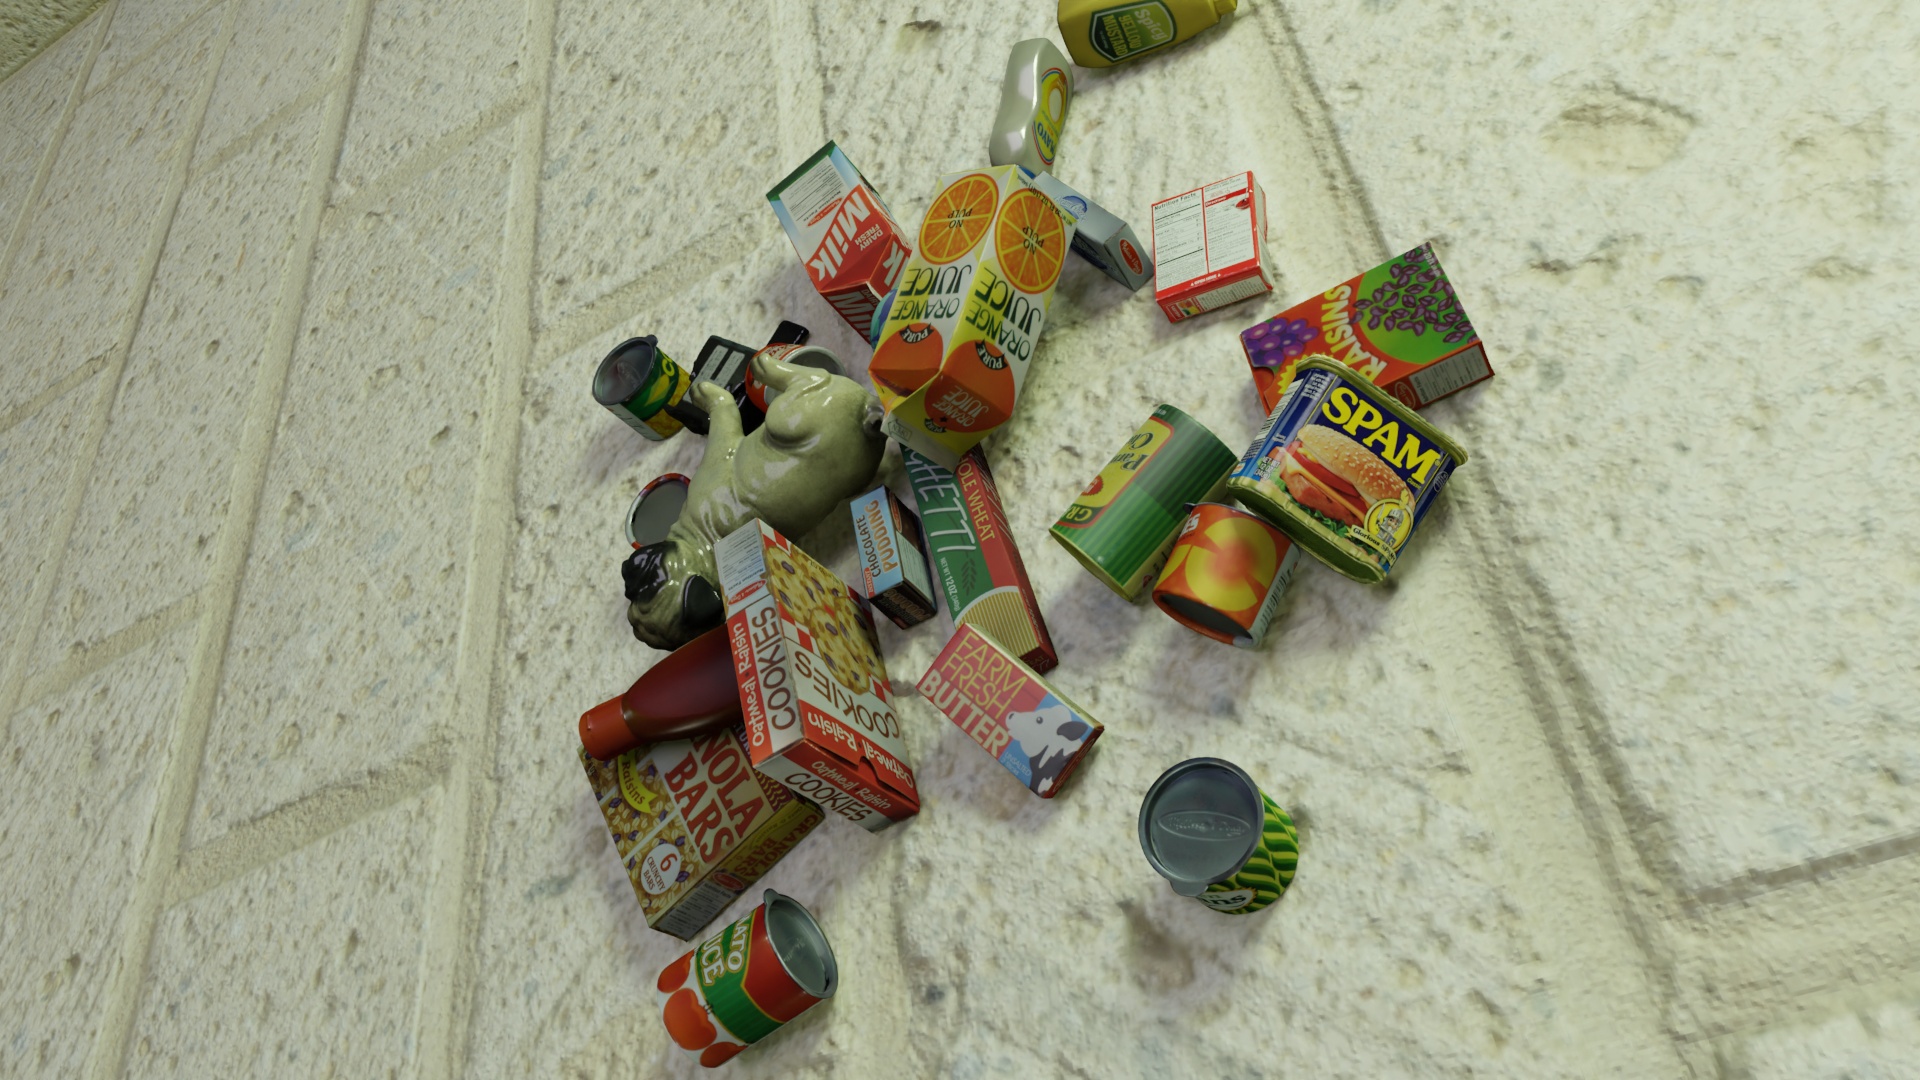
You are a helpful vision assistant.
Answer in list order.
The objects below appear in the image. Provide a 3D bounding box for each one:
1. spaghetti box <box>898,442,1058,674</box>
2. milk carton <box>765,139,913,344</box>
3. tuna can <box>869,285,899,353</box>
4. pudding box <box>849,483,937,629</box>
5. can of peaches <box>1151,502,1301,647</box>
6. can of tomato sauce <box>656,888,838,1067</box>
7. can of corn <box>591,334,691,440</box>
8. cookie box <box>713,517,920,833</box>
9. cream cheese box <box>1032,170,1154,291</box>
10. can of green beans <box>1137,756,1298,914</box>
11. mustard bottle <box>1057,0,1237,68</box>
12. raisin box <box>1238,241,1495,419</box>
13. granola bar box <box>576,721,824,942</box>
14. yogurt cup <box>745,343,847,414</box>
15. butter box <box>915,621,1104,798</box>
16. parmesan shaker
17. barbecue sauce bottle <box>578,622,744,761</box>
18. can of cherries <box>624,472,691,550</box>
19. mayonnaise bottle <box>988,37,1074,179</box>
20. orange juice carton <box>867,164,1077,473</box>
[{"bbox_3d":[0.003,-0.011,0.916,0.050,0.028,0.251,-30,50,14],"label":"spaghetti box"},{"bbox_3d":[-0.079,-0.222,1.075,0.073,0.072,0.191,-37,47,9],"label":"milk carton"},{"bbox_3d":[-0.032,-0.148,1.001,0.033,0.071,0.071,30,81,43],"label":"tuna can"},{"bbox_3d":[-0.044,0.011,0.919,0.030,0.049,0.084,-25,52,16],"label":"pudding box"},{"bbox_3d":[0.146,0.019,0.776,0.071,0.071,0.058,17,73,39],"label":"can of peaches"},{"bbox_3d":[-0.125,0.254,0.806,0.083,0.071,0.071,-35,49,11],"label":"can of tomato sauce"},{"bbox_3d":[-0.256,-0.126,1.140,0.071,0.058,0.071,-17,54,25],"label":"can of corn"},{"bbox_3d":[-0.088,0.083,0.853,0.040,0.122,0.168,-31,49,15],"label":"cookie box"},{"bbox_3d":[0.089,-0.217,0.973,0.024,0.053,0.104,-44,47,0],"label":"cream cheese box"},{"bbox_3d":[0.132,0.151,0.708,0.071,0.057,0.071,-17,54,24],"label":"can of green beans"},{"bbox_3d":[0.154,-0.404,1.042,0.160,0.065,0.049,-9,54,25],"label":"mustard bottle"},{"bbox_3d":[0.236,-0.110,0.817,0.123,0.040,0.086,-25,52,19],"label":"raisin box"},{"bbox_3d":[-0.177,0.159,0.920,0.124,0.039,0.166,-42,48,3],"label":"granola bar box"},{"bbox_3d":[-0.126,-0.117,1.047,0.054,0.072,0.072,26,78,49],"label":"yogurt cup"},{"bbox_3d":[0.028,0.098,0.809,0.104,0.024,0.053,38,95,23],"label":"butter box"},{"bbox_3d":[0.111,-0.023,0.829,0.103,0.071,0.071,-49,47,-2],"label":"parmesan shaker"},{"bbox_3d":[-0.179,0.100,0.903,0.148,0.043,0.065,-25,54,17],"label":"barbecue sauce bottle"},{"bbox_3d":[-0.204,-0.010,1.032,0.071,0.058,0.072,-17,54,25],"label":"can of cherries"},{"bbox_3d":[0.050,-0.303,1.050,0.041,0.064,0.148,1,67,30],"label":"mayonnaise bottle"},{"bbox_3d":[0.003,-0.145,0.918,0.073,0.071,0.193,6,72,45],"label":"orange juice carton"}]
